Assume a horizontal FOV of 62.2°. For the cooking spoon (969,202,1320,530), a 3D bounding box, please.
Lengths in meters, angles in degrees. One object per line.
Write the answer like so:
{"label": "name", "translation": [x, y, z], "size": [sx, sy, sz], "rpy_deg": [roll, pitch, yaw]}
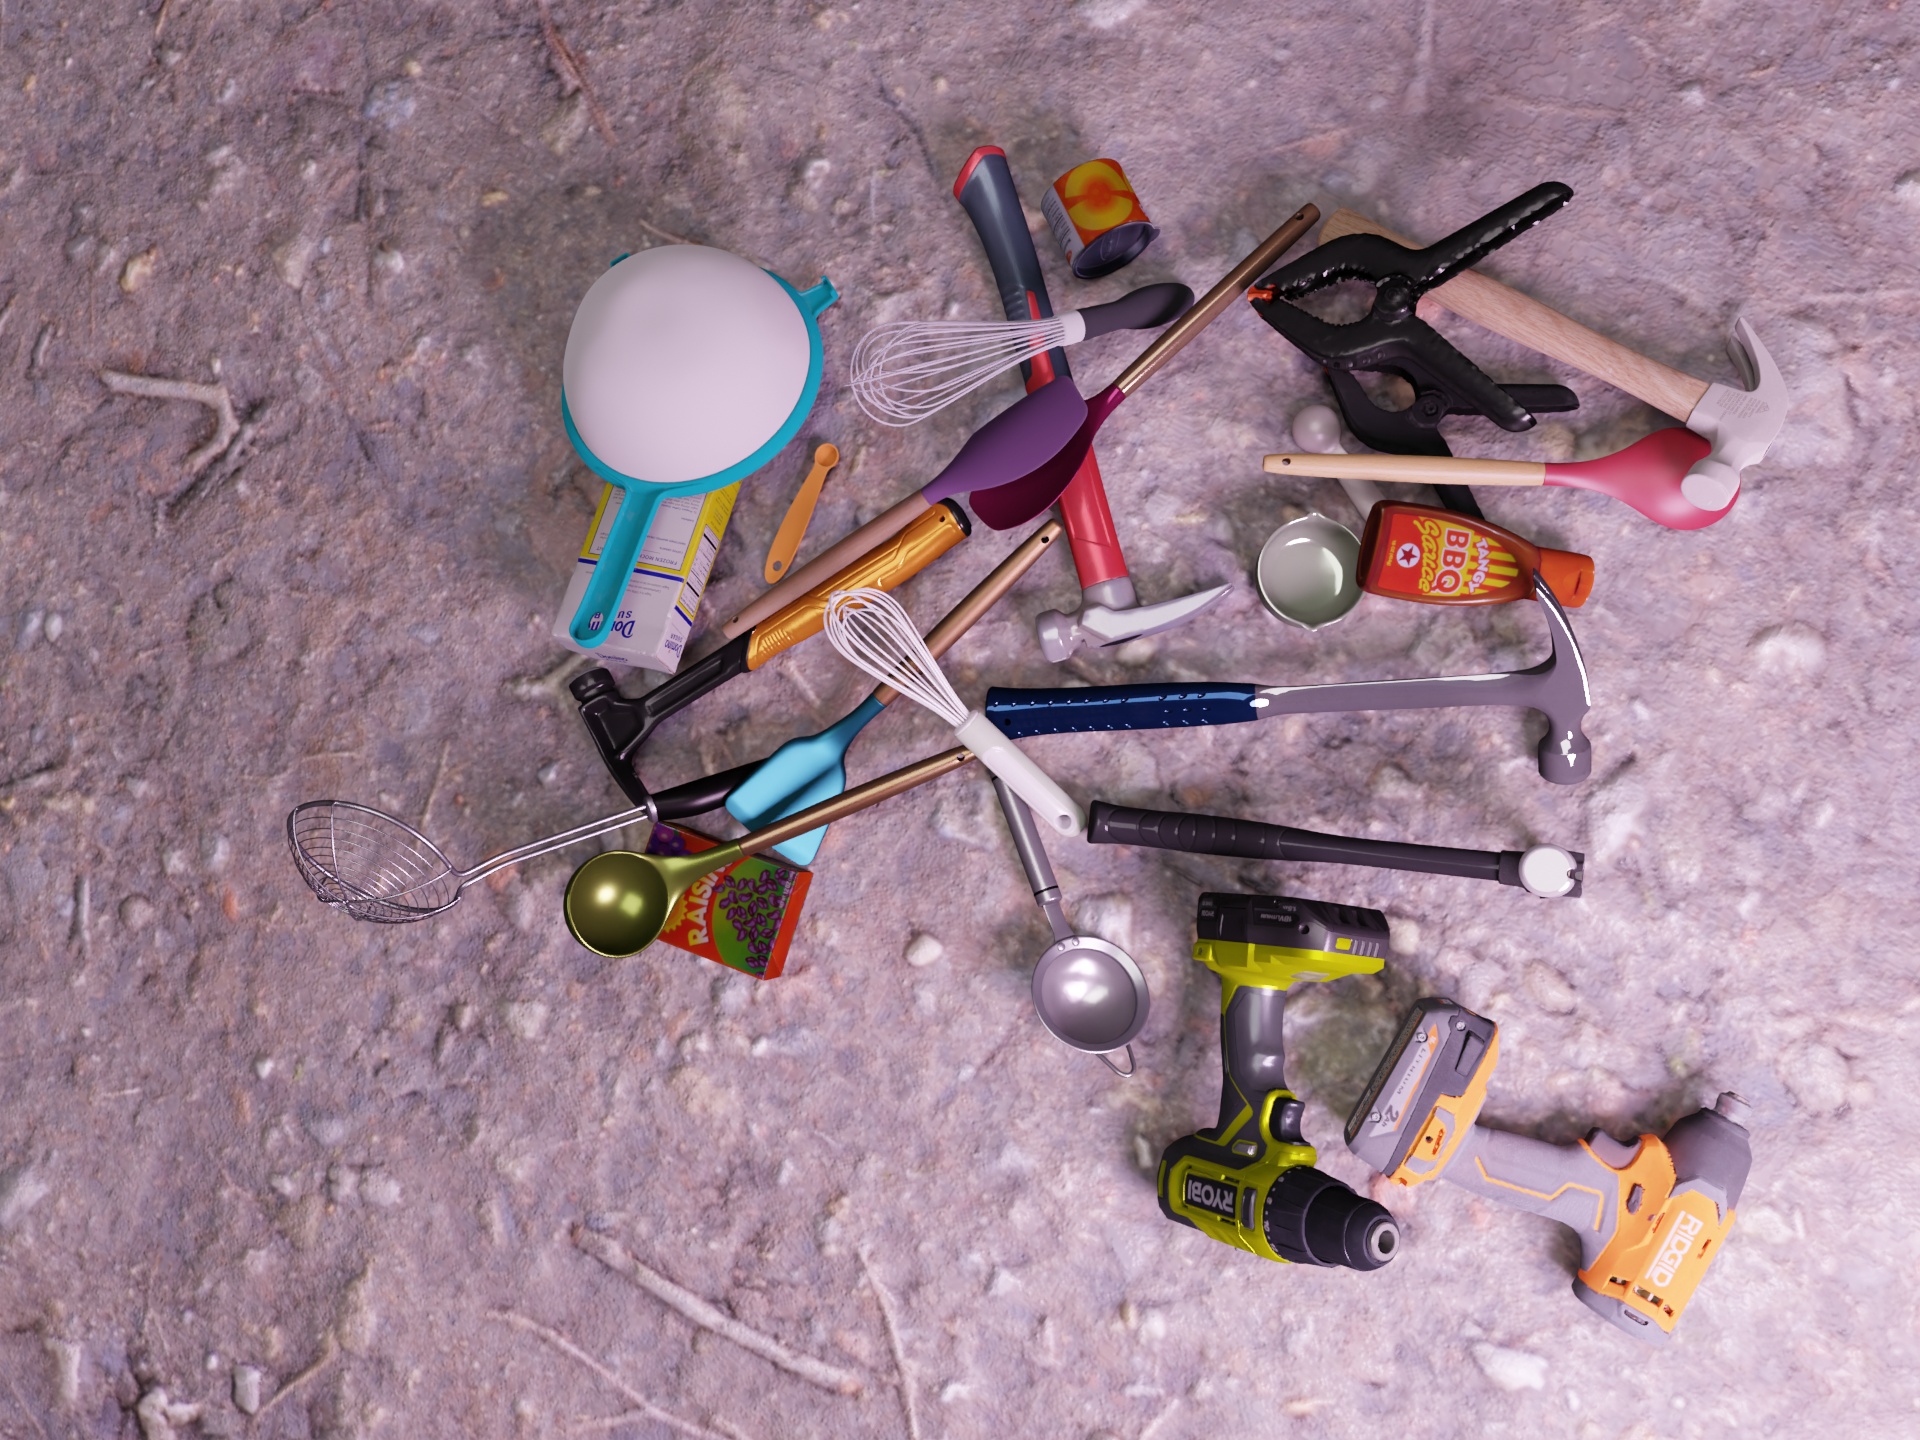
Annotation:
{"label": "cooking spoon", "translation": [0.132, -0.251, 1.124], "size": [0.319, 0.017, 0.069], "rpy_deg": [-43, 60, 4]}

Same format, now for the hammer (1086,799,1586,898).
{"label": "hammer", "translation": [0.240, 0.085, 1.063], "size": [0.335, 0.146, 0.035], "rpy_deg": [5, 86, 26]}

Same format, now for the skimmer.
{"label": "skimmer", "translation": [-0.293, 0.061, 1.157], "size": [0.363, 0.127, 0.090], "rpy_deg": [-18, 54, -18]}

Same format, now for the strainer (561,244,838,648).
{"label": "strainer", "translation": [-0.232, -0.222, 1.167], "size": [0.211, 0.095, 0.340], "rpy_deg": [11, 70, 16]}

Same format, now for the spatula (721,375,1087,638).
{"label": "spatula", "translation": [-0.045, -0.146, 1.152], "size": [0.316, 0.018, 0.060], "rpy_deg": [-32, 59, 14]}

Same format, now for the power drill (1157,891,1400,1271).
{"label": "power drill", "translation": [0.211, 0.230, 1.021], "size": [0.080, 0.190, 0.228], "rpy_deg": [11, 81, -28]}

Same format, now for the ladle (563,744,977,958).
{"label": "ladle", "translation": [-0.134, 0.084, 1.142], "size": [0.320, 0.062, 0.078], "rpy_deg": [-23, 100, 2]}

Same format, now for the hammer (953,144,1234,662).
{"label": "hammer", "translation": [0.081, -0.245, 1.163], "size": [0.143, 0.038, 0.386], "rpy_deg": [-16, 81, 11]}

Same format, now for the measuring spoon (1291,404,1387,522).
{"label": "measuring spoon", "translation": [0.276, -0.171, 1.116], "size": [0.034, 0.018, 0.124], "rpy_deg": [-35, 78, 9]}

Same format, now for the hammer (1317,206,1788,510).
{"label": "hammer", "translation": [0.392, -0.267, 1.074], "size": [0.331, 0.031, 0.130], "rpy_deg": [34, 71, 21]}

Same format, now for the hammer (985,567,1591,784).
{"label": "hammer", "translation": [0.214, -0.019, 1.089], "size": [0.405, 0.035, 0.144], "rpy_deg": [-3, 115, 18]}

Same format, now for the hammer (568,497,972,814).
{"label": "hammer", "translation": [-0.135, -0.060, 1.203], "size": [0.337, 0.034, 0.127], "rpy_deg": [-32, 77, 10]}

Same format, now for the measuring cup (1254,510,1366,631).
{"label": "measuring cup", "translation": [0.286, -0.099, 1.103], "size": [0.167, 0.038, 0.083], "rpy_deg": [2, 86, 0]}

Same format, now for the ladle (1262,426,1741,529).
{"label": "ladle", "translation": [0.361, -0.167, 1.061], "size": [0.315, 0.031, 0.069], "rpy_deg": [3, 85, 6]}

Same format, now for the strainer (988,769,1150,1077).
{"label": "strainer", "translation": [0.066, 0.133, 1.131], "size": [0.087, 0.050, 0.259], "rpy_deg": [-13, 72, -23]}

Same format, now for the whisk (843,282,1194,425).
{"label": "whisk", "translation": [0.047, -0.265, 1.104], "size": [0.284, 0.070, 0.070], "rpy_deg": [-20, 78, -25]}

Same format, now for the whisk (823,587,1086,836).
{"label": "whisk", "translation": [-0.002, -0.004, 1.117], "size": [0.246, 0.059, 0.058], "rpy_deg": [43, 116, -9]}

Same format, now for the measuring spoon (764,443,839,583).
{"label": "measuring spoon", "translation": [-0.122, -0.158, 1.224], "size": [0.021, 0.011, 0.117], "rpy_deg": [27, 95, 19]}

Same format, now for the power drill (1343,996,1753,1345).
{"label": "power drill", "translation": [0.382, 0.269, 1.018], "size": [0.226, 0.084, 0.164], "rpy_deg": [30, 92, 11]}

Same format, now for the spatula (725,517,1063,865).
{"label": "spatula", "translation": [-0.039, -0.028, 1.153], "size": [0.082, 0.044, 0.317], "rpy_deg": [40, 106, -19]}
